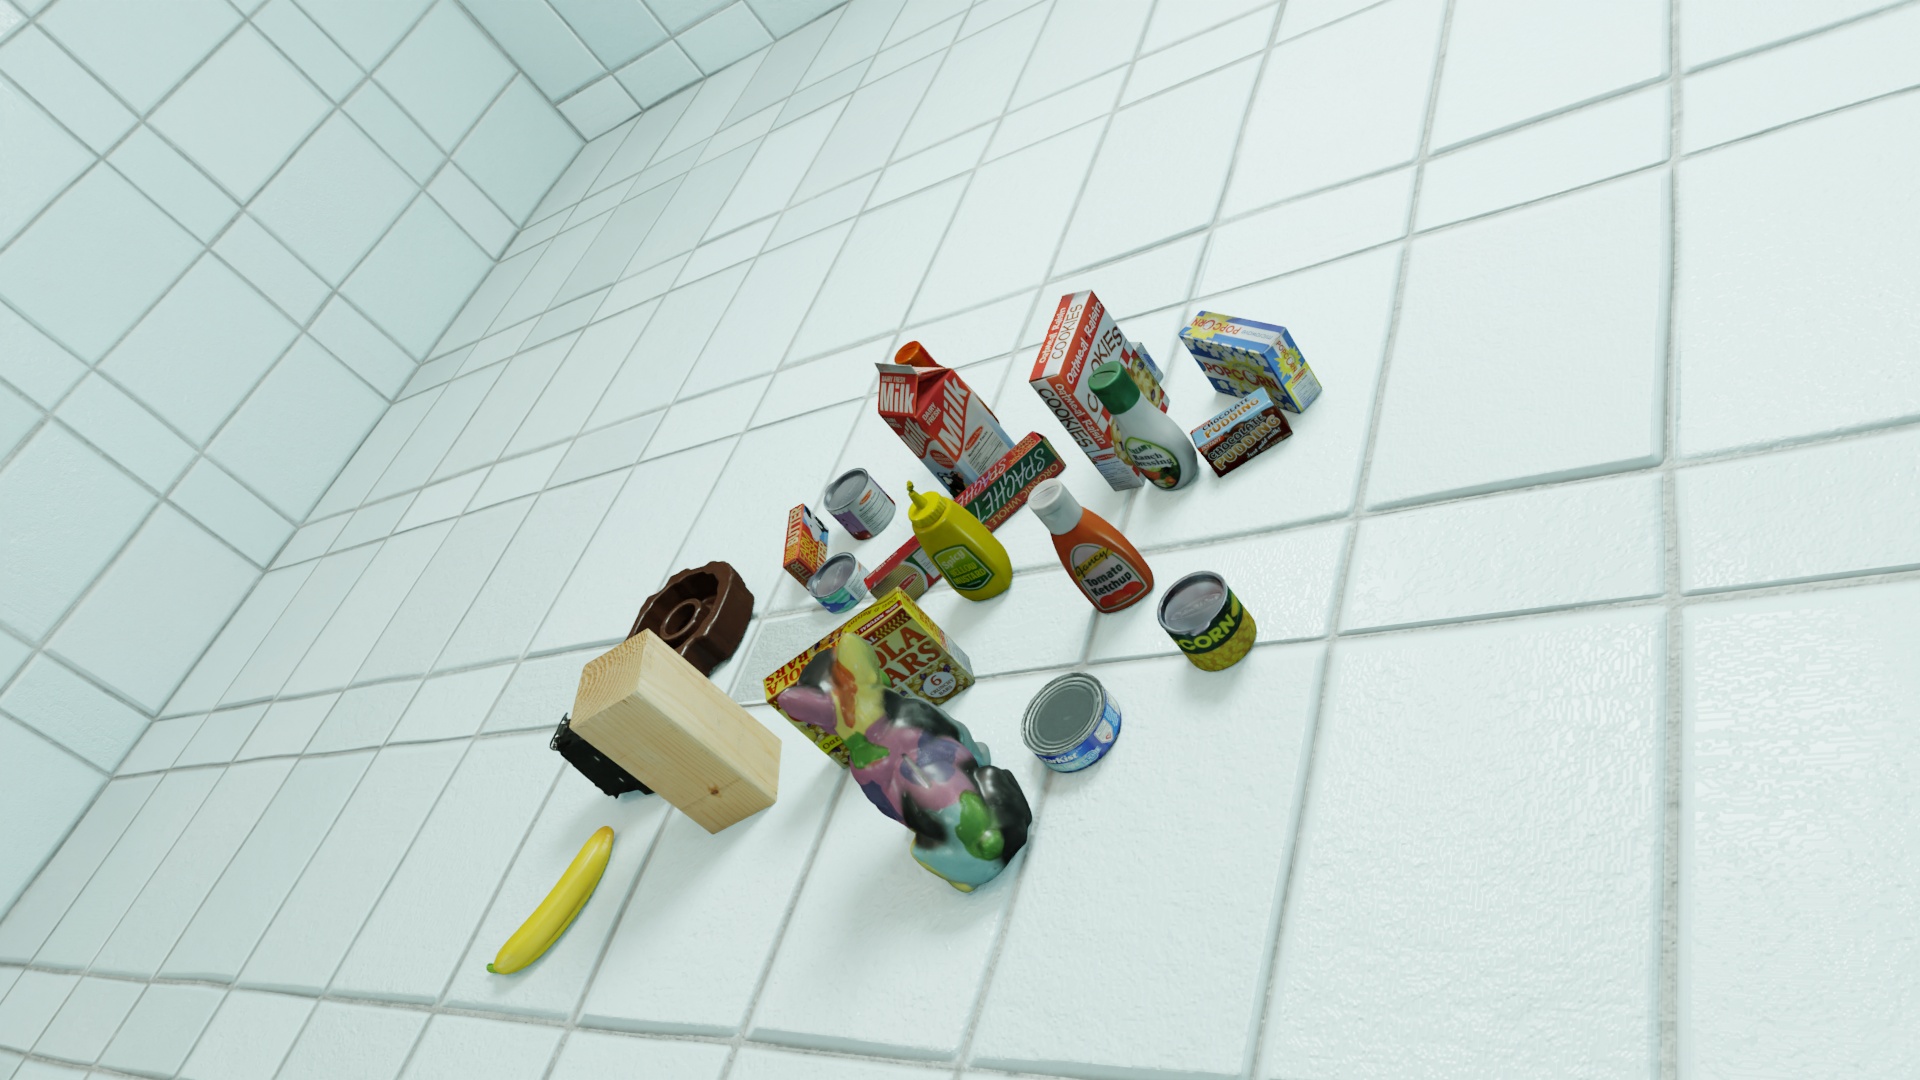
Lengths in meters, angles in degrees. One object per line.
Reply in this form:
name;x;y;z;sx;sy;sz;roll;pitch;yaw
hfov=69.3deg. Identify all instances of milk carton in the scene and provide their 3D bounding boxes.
milk carton;-0.019;-0.127;1.514;0.072;0.190;0.074;11;60;51

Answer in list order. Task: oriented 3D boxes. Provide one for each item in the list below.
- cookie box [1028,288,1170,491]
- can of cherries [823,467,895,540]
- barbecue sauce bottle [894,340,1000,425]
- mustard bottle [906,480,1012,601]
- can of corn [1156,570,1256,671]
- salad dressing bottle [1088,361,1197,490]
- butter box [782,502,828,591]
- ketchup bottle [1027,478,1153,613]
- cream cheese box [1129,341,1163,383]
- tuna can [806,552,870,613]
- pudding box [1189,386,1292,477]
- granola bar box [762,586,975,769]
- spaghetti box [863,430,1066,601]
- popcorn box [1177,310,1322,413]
cookie box;0.142;-0.150;1.398;0.040;0.167;0.123;-11;44;39
can of cherries;-0.120;-0.043;1.643;0.071;0.058;0.072;-27;36;22
barbecue sauce bottle;-0.019;-0.167;1.598;0.064;0.148;0.044;-15;42;35
mustard bottle;-0.011;-0.003;1.393;0.065;0.160;0.049;-23;38;27
can of corn;0.210;0.070;1.177;0.071;0.058;0.071;-27;36;22
salad dressing bottle;0.175;-0.110;1.336;0.064;0.147;0.044;-1;51;45
butter box;-0.184;0.008;1.654;0.024;0.053;0.104;-28;36;21
ketchup bottle;0.115;0.003;1.267;0.064;0.148;0.044;-29;35;19
cream cheese box;0.169;-0.193;1.522;0.104;0.053;0.024;11;60;51
tuna can;-0.138;0.049;1.579;0.071;0.032;0.071;-27;36;22
pudding box;0.267;-0.103;1.324;0.083;0.049;0.030;-32;35;15
granola bar box;-0.088;0.136;1.346;0.165;0.124;0.039;-35;34;11
spaghetti box;0.005;-0.019;1.494;0.250;0.050;0.029;-41;33;1
popcorn box;0.283;-0.176;1.358;0.038;0.085;0.127;-49;34;-10
